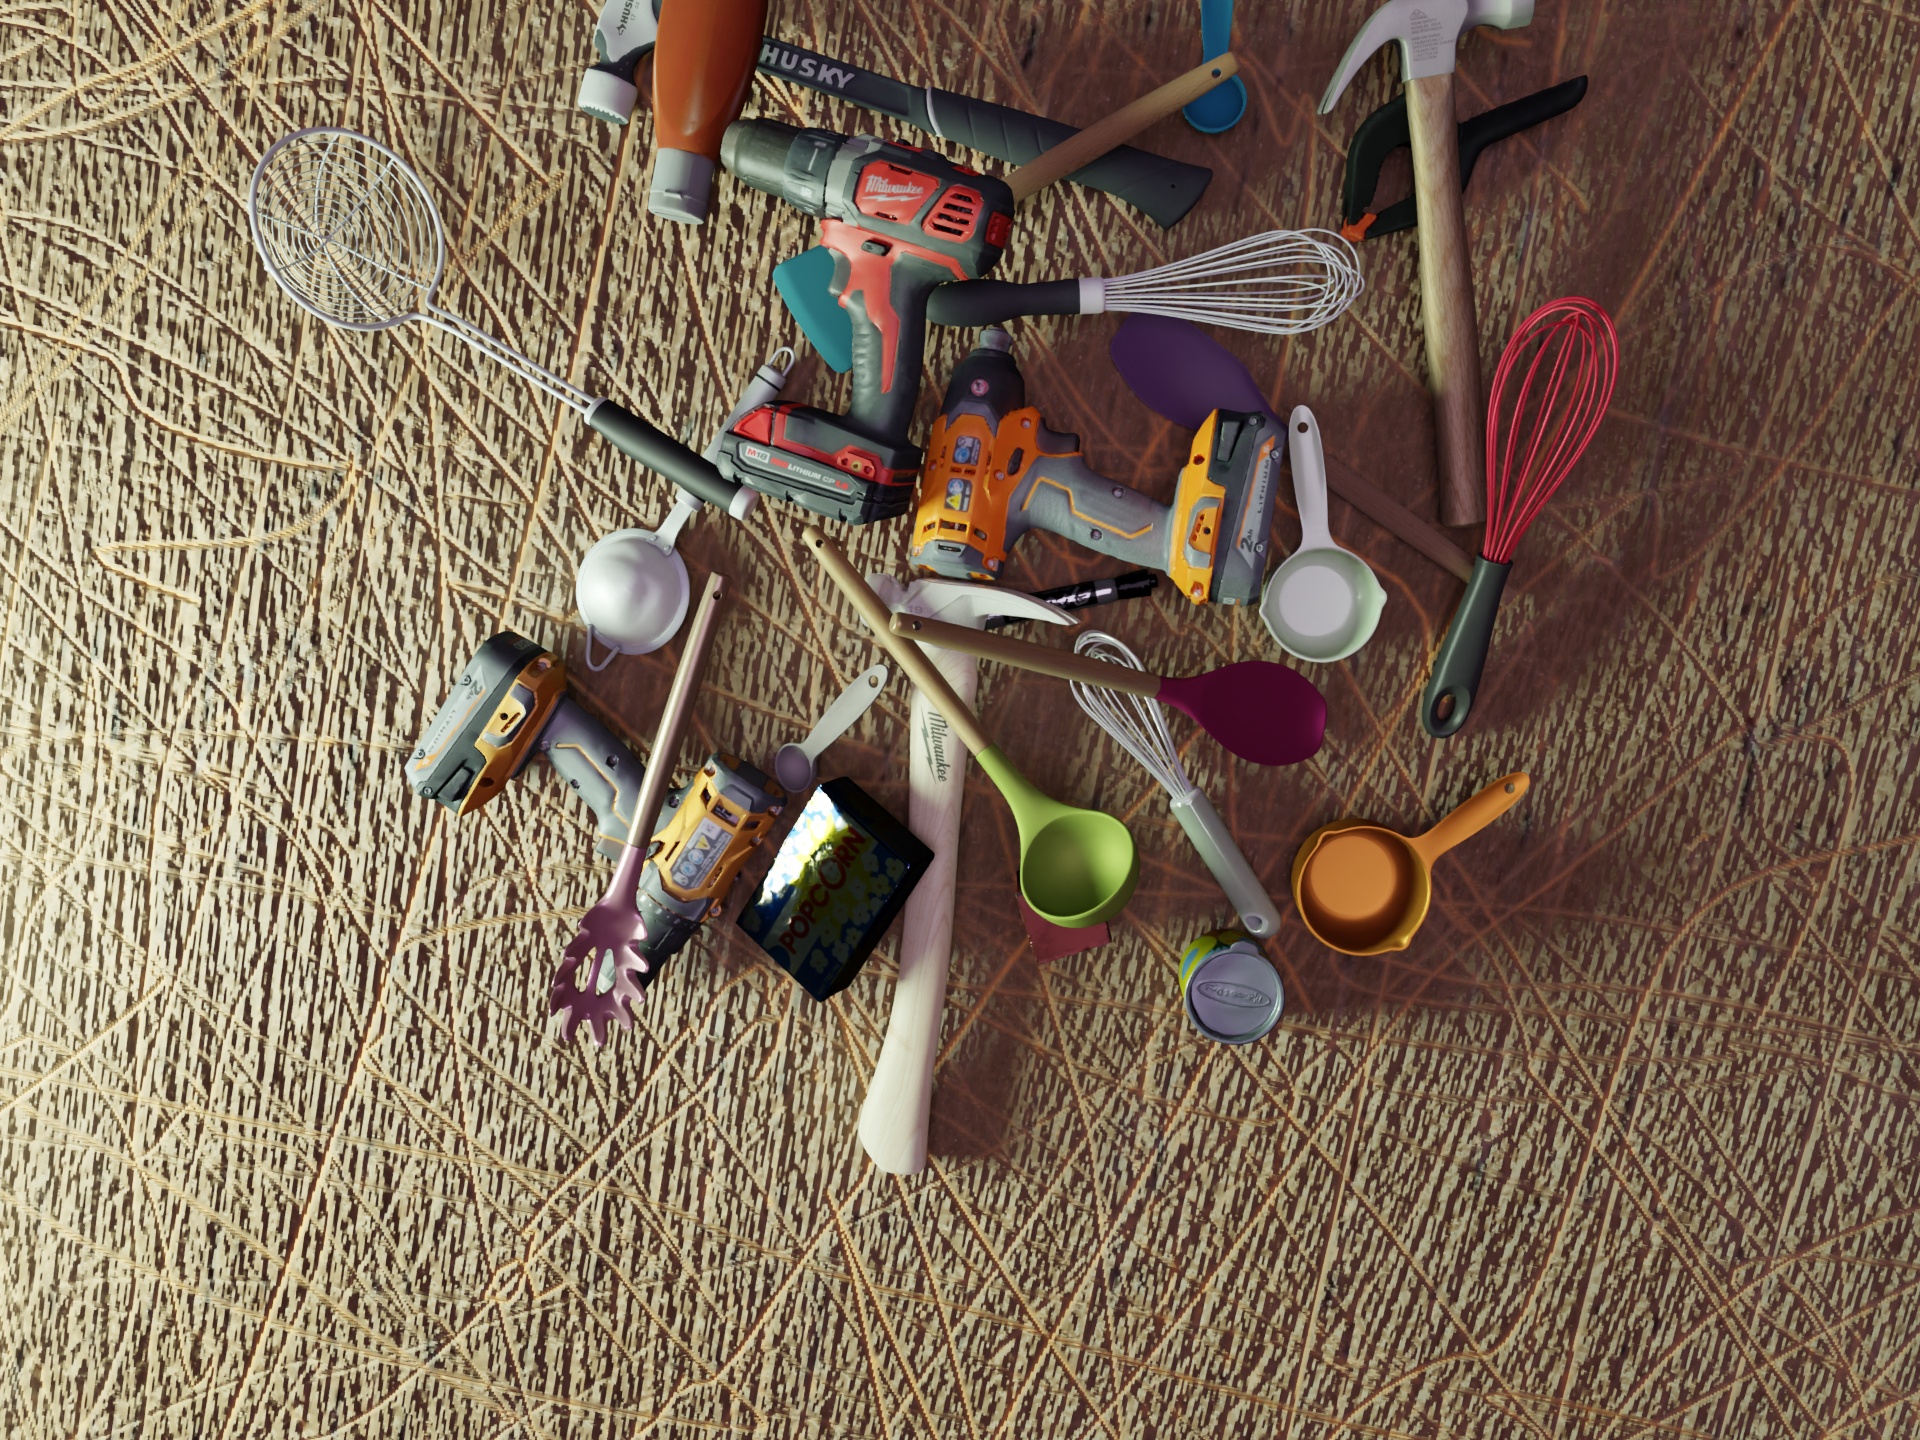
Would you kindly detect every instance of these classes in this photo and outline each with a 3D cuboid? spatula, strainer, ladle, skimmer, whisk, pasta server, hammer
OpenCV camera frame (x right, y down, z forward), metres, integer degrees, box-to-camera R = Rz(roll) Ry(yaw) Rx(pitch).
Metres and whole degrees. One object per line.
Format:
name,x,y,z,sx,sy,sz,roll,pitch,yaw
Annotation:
spatula,0.235,-0.169,1.054,0.316,0.018,0.059,35,103,0
strainer,-0.188,-0.143,1.069,0.087,0.050,0.258,35,94,13
ladle,-0.002,-0.003,1.011,0.078,0.062,0.320,-38,82,-1
skimmer,-0.284,-0.247,1.019,0.363,0.090,0.127,32,61,4
whisk,0.116,-0.275,1.019,0.284,0.070,0.070,-3,97,1
pasta server,-0.199,0.057,1.023,0.060,0.040,0.316,16,99,-21
hammer,-0.034,-0.406,1.032,0.409,0.036,0.149,18,96,0
hammer,-0.012,0.112,1.077,0.146,0.038,0.410,8,100,18
whisk,0.346,-0.121,1.009,0.073,0.073,0.295,12,115,1
hammer,0.304,-0.285,1.004,0.130,0.031,0.331,-9,106,4
spatula,0.032,-0.330,1.004,0.317,0.044,0.082,-24,116,22
whisk,0.148,0.044,1.072,0.058,0.059,0.246,-26,101,42

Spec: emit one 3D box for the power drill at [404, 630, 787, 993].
power drill,-0.257,0.068,1.077,0.226,0.084,0.185,33,97,-6

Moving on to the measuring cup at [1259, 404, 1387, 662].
measuring cup,0.231,-0.122,1.050,0.083,0.038,0.167,-7,95,4

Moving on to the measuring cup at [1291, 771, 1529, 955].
measuring cup,0.300,0.084,1.064,0.173,0.052,0.095,-36,94,4

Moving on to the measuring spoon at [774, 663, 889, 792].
measuring spoon,-0.083,0.004,1.070,0.124,0.018,0.034,-46,70,29

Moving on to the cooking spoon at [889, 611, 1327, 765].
cooking spoon,0.103,-0.027,1.021,0.318,0.017,0.069,13,86,-22

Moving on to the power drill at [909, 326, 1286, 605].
power drill,0.089,-0.162,1.025,0.226,0.084,0.164,9,89,9

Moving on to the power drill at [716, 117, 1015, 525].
power drill,-0.083,-0.253,0.993,0.188,0.080,0.226,22,106,12

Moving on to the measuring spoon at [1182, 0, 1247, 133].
measuring spoon,0.165,-0.441,1.029,0.042,0.021,0.128,2,88,3
